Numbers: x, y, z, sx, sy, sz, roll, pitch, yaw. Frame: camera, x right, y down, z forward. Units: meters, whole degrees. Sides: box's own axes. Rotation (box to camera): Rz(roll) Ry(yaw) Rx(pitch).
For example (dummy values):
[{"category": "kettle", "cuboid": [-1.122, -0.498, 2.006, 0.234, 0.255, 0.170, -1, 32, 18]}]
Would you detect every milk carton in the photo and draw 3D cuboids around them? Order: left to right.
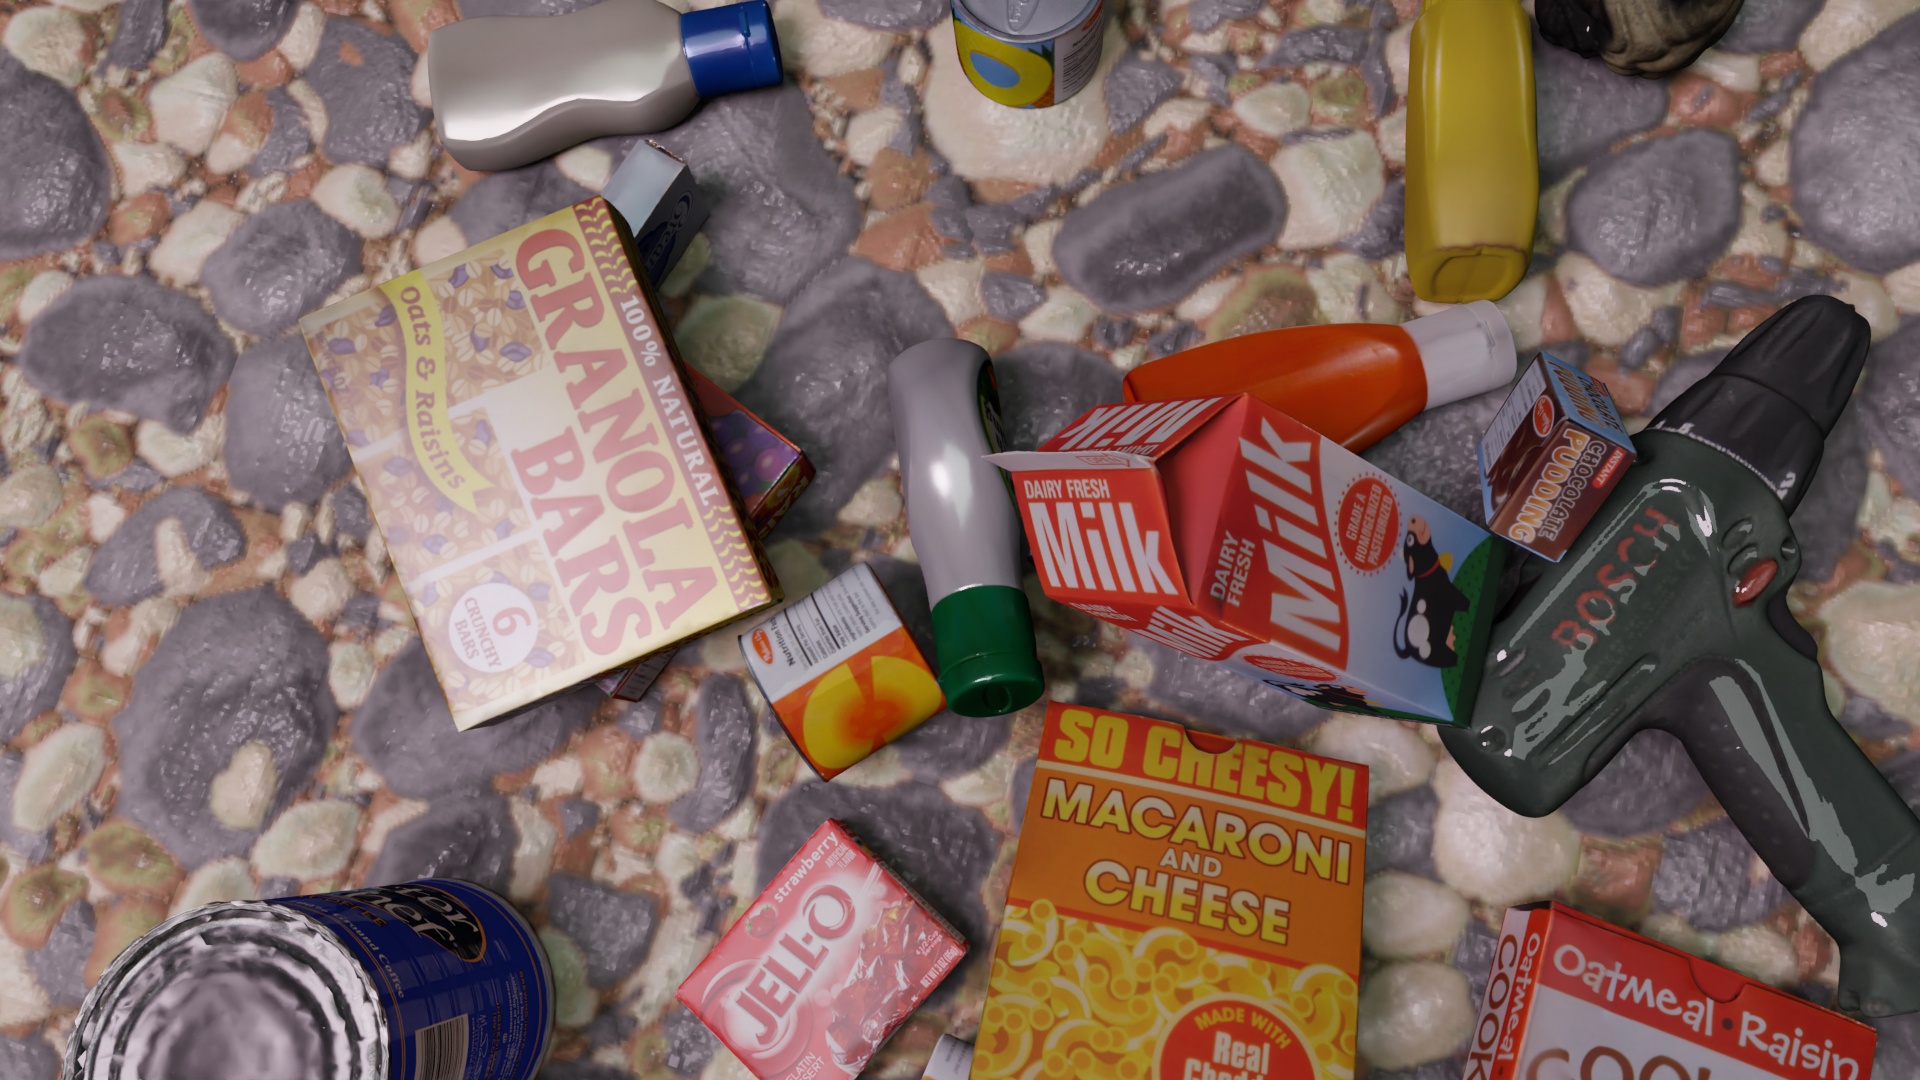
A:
[{"category": "milk carton", "cuboid": [0.099, 0.004, 0.477, 0.190, 0.072, 0.073, 23, 78, -33]}]

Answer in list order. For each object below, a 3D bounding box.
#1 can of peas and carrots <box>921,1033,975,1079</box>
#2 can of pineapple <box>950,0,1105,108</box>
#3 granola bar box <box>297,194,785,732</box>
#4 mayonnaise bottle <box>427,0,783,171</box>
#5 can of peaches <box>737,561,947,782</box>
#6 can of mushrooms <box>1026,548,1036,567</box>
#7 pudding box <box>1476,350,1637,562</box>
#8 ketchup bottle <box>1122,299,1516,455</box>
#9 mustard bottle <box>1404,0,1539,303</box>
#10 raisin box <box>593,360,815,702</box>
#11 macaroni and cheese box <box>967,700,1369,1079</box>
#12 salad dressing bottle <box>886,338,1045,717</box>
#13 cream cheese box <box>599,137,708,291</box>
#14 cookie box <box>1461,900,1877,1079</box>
[{"category": "can of peas and carrots", "cuboid": [0.007, 0.221, 0.495, 0.059, 0.071, 0.071, 21, 81, 9]}, {"category": "can of pineapple", "cuboid": [0.027, -0.227, 0.591, 0.071, 0.057, 0.071, -1, 78, 4]}, {"category": "granola bar box", "cuboid": [-0.155, -0.028, 0.523, 0.124, 0.039, 0.165, -23, 85, -1]}, {"category": "mayonnaise bottle", "cuboid": [-0.154, -0.205, 0.608, 0.148, 0.041, 0.065, -10, 80, 1]}, {"category": "can of peaches", "cuboid": [-0.043, 0.051, 0.536, 0.058, 0.071, 0.071, -32, 78, -3]}, {"category": "can of mushrooms", "cuboid": [0.064, 0.002, 0.538, 0.071, 0.071, 0.033, 15, 79, 7]}, {"category": "pudding box", "cuboid": [0.219, -0.033, 0.518, 0.030, 0.084, 0.049, 28, 118, 4]}, {"category": "ketchup bottle", "cuboid": [0.144, -0.058, 0.555, 0.149, 0.043, 0.065, -17, 78, 0]}, {"category": "mustard bottle", "cuboid": [0.208, -0.179, 0.567, 0.049, 0.065, 0.160, 4, 75, 9]}, {"category": "raisin box", "cuboid": [-0.131, -0.009, 0.566, 0.086, 0.040, 0.123, 36, 82, 11]}, {"category": "macaroni and cheese box", "cuboid": [0.075, 0.145, 0.485, 0.124, 0.040, 0.167, 11, 54, 6]}, {"category": "salad dressing bottle", "cuboid": [0.002, -0.007, 0.531, 0.044, 0.064, 0.148, -11, 61, 3]}, {"category": "cream cheese box", "cuboid": [-0.147, -0.112, 0.581, 0.024, 0.053, 0.104, 31, 83, 5]}, {"category": "cookie box", "cuboid": [0.233, 0.226, 0.476, 0.123, 0.040, 0.168, 21, 74, 0]}]
